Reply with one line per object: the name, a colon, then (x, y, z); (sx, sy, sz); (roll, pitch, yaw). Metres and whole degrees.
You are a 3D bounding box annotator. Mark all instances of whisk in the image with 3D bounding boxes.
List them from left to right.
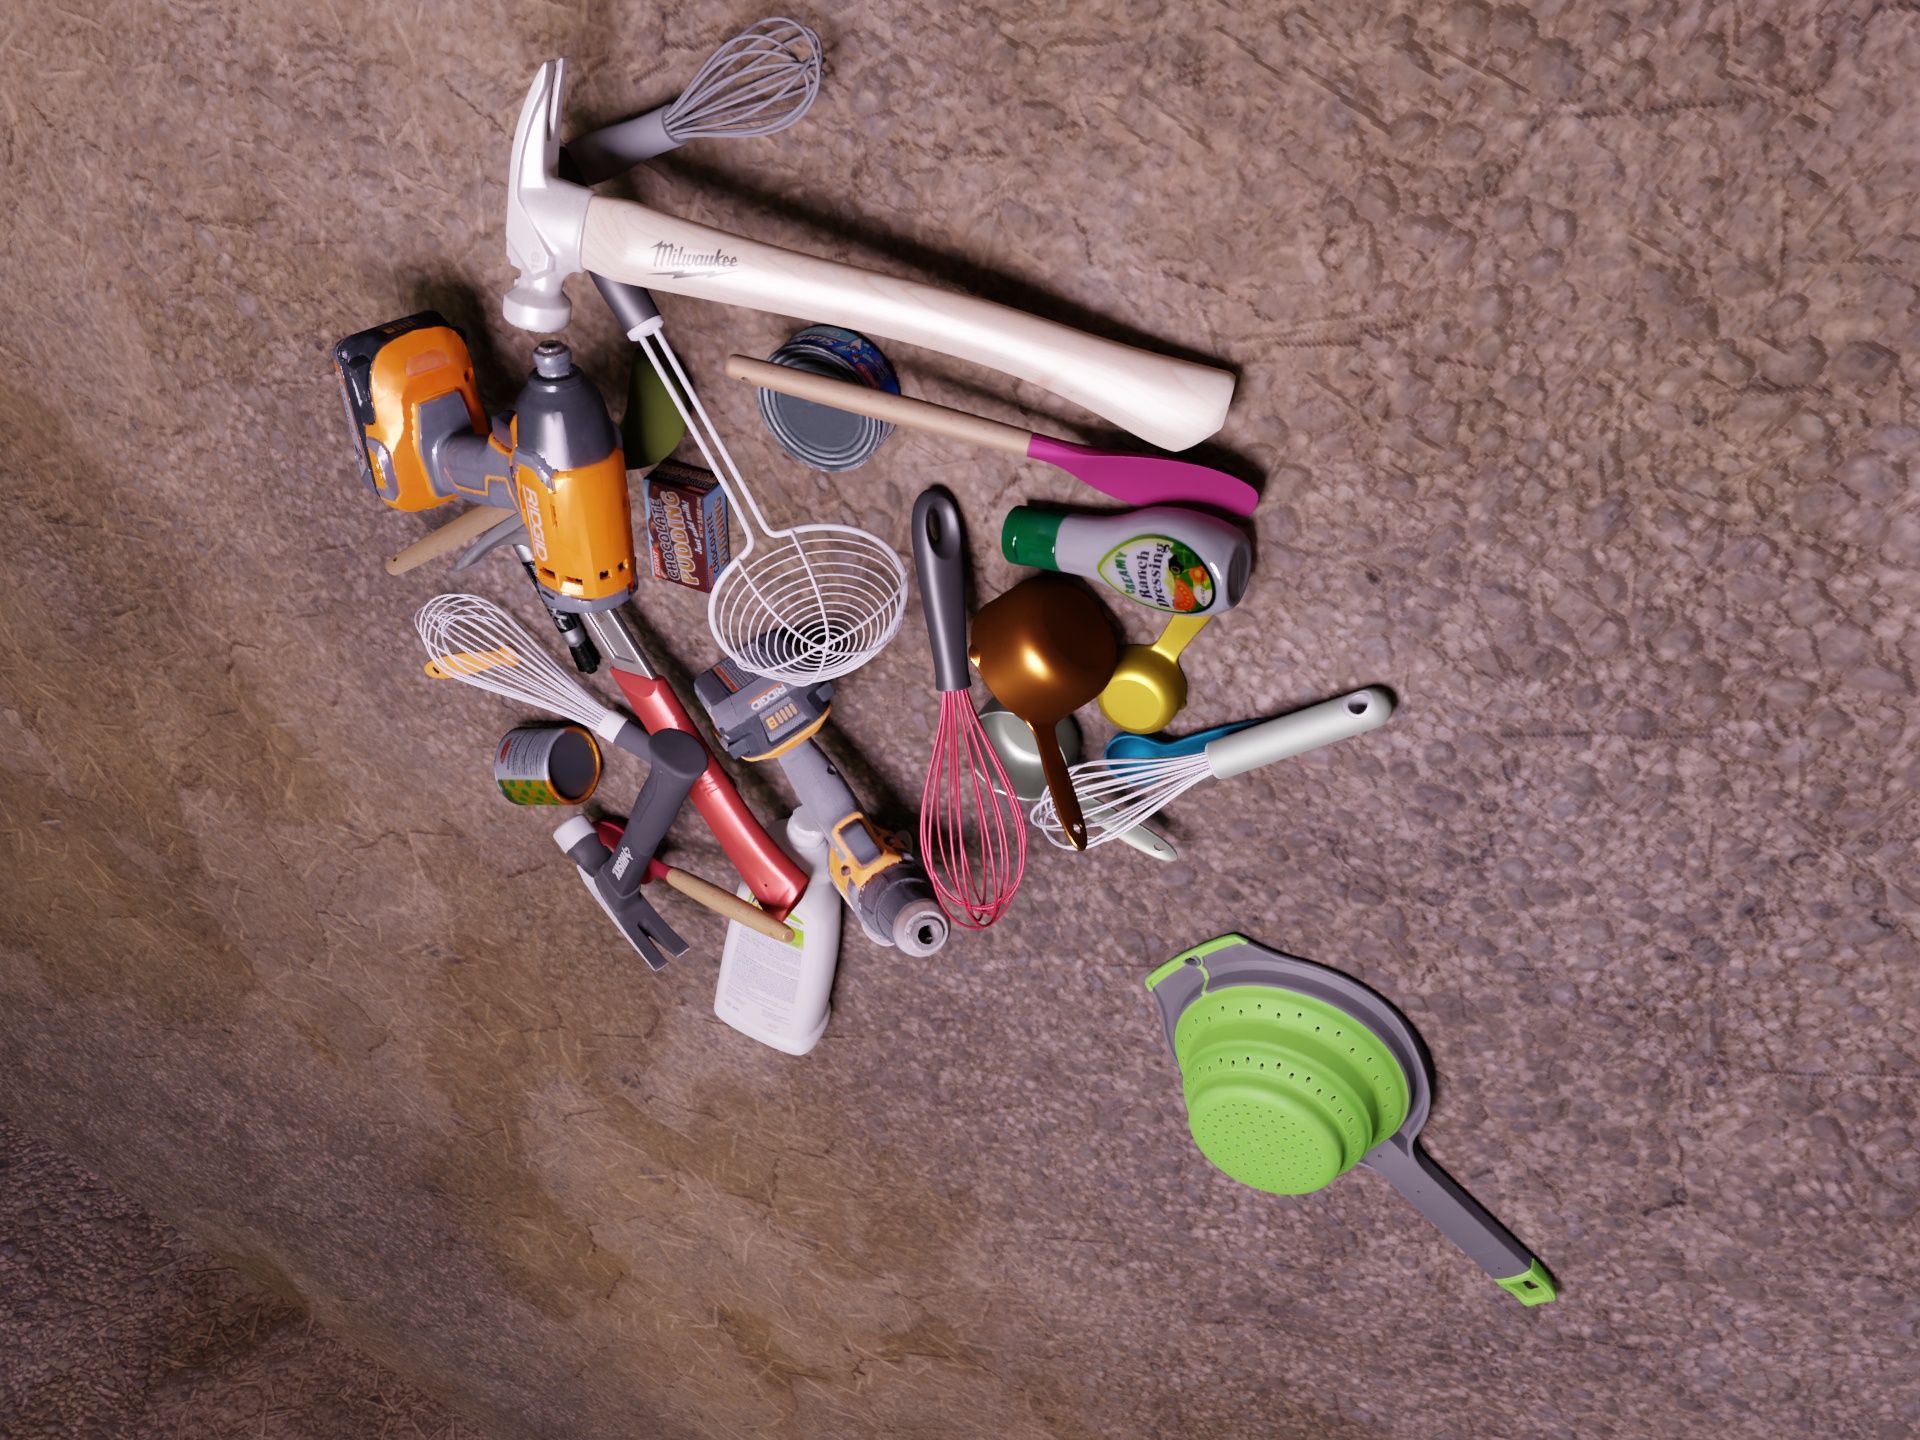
whisk: (-0.302, -0.013, 1.257); (0.284, 0.070, 0.070); (32, 136, -4)
whisk: (-0.165, -0.340, 0.902); (0.239, 0.055, 0.055); (-4, 124, 39)
whisk: (-0.002, -0.003, 1.035); (0.073, 0.073, 0.295); (1, 106, 30)
whisk: (0.153, 0.028, 1.001); (0.246, 0.058, 0.059); (-21, 149, 25)

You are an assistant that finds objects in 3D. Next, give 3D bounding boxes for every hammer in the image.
hammer: (-0.234, 0.088, 1.191); (0.146, 0.035, 0.334); (53, 151, 6)
hammer: (-0.227, 0.000, 1.183); (0.149, 0.037, 0.359); (-23, 105, 29)
hammer: (-0.049, -0.238, 0.871); (0.410, 0.038, 0.146); (16, 121, 2)

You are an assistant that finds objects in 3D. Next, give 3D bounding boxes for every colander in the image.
colander: (0.289, 0.329, 1.164); (0.397, 0.094, 0.204); (43, 135, -8)

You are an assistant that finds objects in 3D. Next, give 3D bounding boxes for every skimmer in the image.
skimmer: (-0.156, -0.185, 0.979); (0.127, 0.090, 0.363); (-28, 99, 9)

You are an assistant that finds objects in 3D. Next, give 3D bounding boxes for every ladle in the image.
ladle: (-0.305, -0.164, 1.093); (0.320, 0.078, 0.062); (-20, 145, 33)
ladle: (-0.218, 0.130, 1.270); (0.316, 0.031, 0.069); (15, 137, 52)

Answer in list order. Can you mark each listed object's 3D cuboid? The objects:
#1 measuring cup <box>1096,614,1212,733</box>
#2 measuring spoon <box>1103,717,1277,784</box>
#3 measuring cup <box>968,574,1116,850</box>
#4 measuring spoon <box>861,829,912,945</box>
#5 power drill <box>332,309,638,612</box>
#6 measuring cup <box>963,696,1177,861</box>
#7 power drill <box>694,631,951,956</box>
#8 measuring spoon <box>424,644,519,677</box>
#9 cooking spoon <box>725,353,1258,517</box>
measuring cup: (0.132, -0.047, 0.985); (0.062, 0.029, 0.156); (33, 135, 2)
measuring spoon: (0.155, 0.012, 1.036); (0.128, 0.021, 0.042); (-14, 122, 27)
measuring cup: (0.066, -0.009, 0.973); (0.052, 0.095, 0.174); (-35, 61, 40)
measuring spoon: (-0.052, 0.130, 1.258); (0.034, 0.018, 0.124); (27, 129, 15)
power drill: (-0.290, -0.178, 0.981); (0.227, 0.084, 0.164); (28, 134, 32)
measuring cup: (0.082, 0.039, 1.084); (0.167, 0.038, 0.083); (33, 136, -1)
power drill: (-0.088, 0.059, 1.110); (0.226, 0.084, 0.185); (59, 172, -19)
measuring spoon: (-0.408, -0.046, 1.317); (0.117, 0.011, 0.021); (-7, 122, 34)
cooking spoon: (0.016, -0.167, 0.920); (0.319, 0.017, 0.068); (15, 165, 5)
